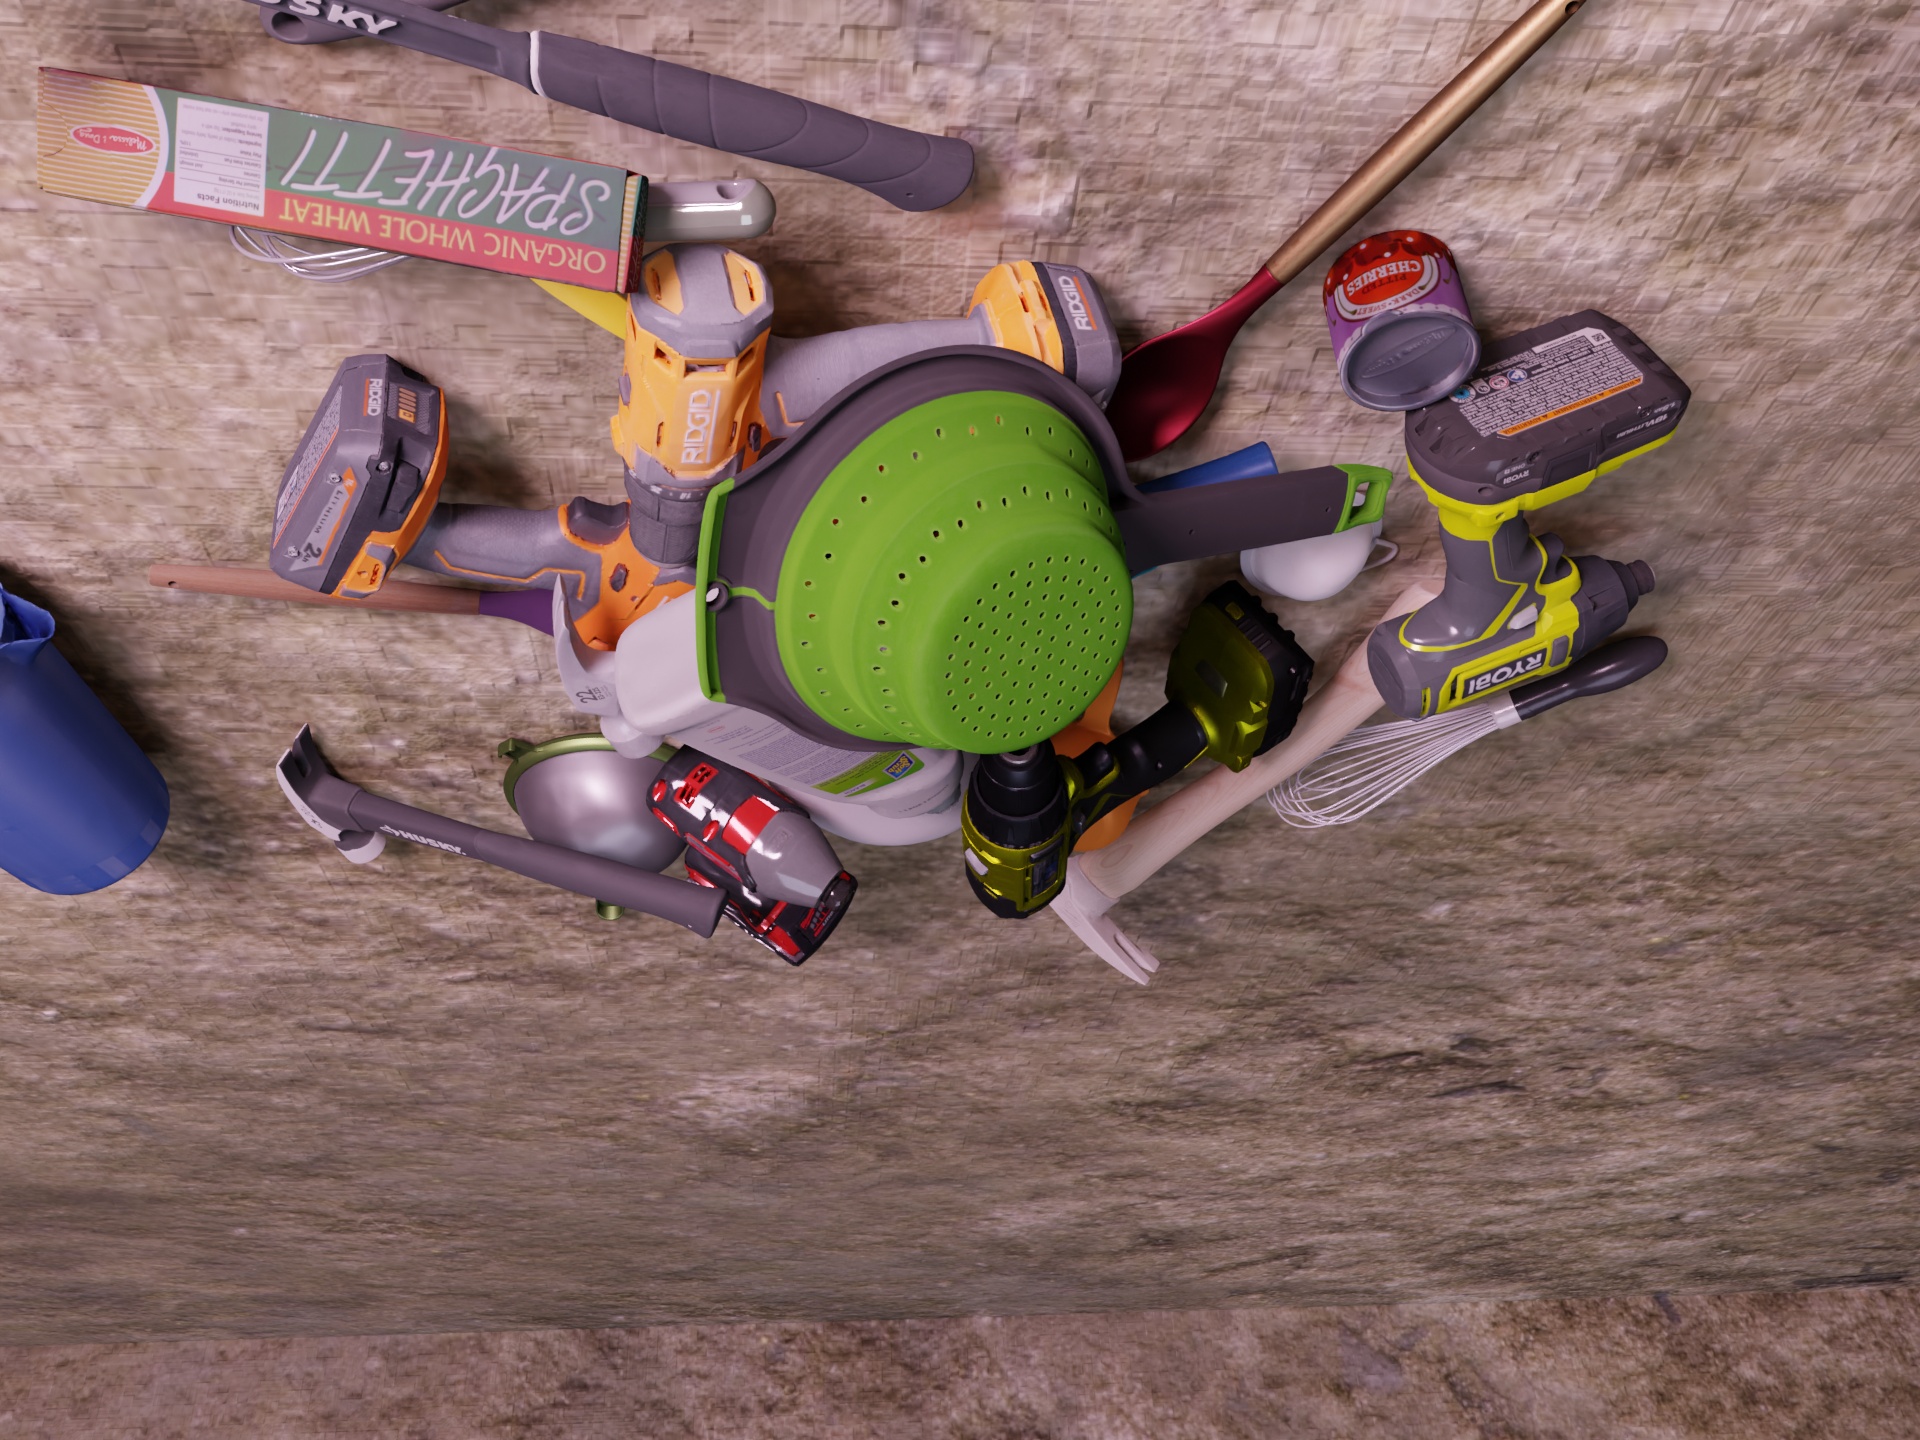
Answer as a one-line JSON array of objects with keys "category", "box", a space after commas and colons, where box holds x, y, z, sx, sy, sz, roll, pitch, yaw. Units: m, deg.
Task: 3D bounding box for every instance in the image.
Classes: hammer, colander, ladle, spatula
[{"category": "hammer", "box": [0.206, 0.044, 1.106, 0.146, 0.038, 0.410, 47, 129, -1]}, {"category": "hammer", "box": [-0.175, -0.256, 0.598, 0.408, 0.036, 0.149, 4, 169, -31]}, {"category": "colander", "box": [0.078, -0.068, 0.741, 0.397, 0.095, 0.204, -13, 127, -29]}, {"category": "ladle", "box": [0.166, -0.228, 0.747, 0.069, 0.031, 0.315, 12, 143, -36]}, {"category": "spatula", "box": [-0.314, -0.071, 0.953, 0.315, 0.018, 0.059, 5, 138, -13]}, {"category": "hammer", "box": [-0.027, -0.078, 0.865, 0.405, 0.035, 0.144, -17, 149, 5]}, {"category": "hammer", "box": [-0.307, 0.085, 1.070, 0.335, 0.035, 0.146, 13, 149, 17]}]

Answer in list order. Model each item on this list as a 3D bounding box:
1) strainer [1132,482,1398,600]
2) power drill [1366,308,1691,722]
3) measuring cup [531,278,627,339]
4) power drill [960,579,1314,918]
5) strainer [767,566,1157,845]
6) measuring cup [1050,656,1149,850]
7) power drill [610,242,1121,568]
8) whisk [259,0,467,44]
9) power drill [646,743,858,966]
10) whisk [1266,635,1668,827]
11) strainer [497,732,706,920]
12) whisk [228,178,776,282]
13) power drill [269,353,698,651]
[{"category": "strainer", "box": [0.146, -0.111, 0.914, 0.258, 0.050, 0.086, 13, 135, -17]}, {"category": "power drill", "box": [0.314, -0.105, 0.872, 0.171, 0.080, 0.223, -21, 143, -4]}, {"category": "measuring cup", "box": [-0.152, -0.196, 0.770, 0.062, 0.029, 0.156, -30, 136, 34]}, {"category": "power drill", "box": [0.098, 0.014, 0.956, 0.228, 0.080, 0.190, -33, 156, -15]}, {"category": "strainer", "box": [-0.002, -0.003, 1.014, 0.210, 0.095, 0.340, 25, 139, -36]}, {"category": "measuring cup", "box": [0.084, 0.022, 1.081, 0.095, 0.052, 0.173, 19, 139, 10]}, {"category": "power drill", "box": [-0.055, -0.143, 0.775, 0.226, 0.084, 0.185, -4, 148, -19]}, {"category": "whisk", "box": [-0.162, -0.292, 0.607, 0.239, 0.055, 0.055, -7, 147, 14]}, {"category": "power drill", "box": [-0.131, 0.096, 1.078, 0.143, 0.078, 0.219, 34, 165, 8]}, {"category": "whisk", "box": [0.345, 0.006, 1.100, 0.284, 0.070, 0.070, -24, 142, 21]}, {"category": "strainer", "box": [-0.262, 0.105, 1.180, 0.151, 0.069, 0.256, 3, 145, -10]}, {"category": "whisk", "box": [-0.199, -0.217, 0.680, 0.246, 0.058, 0.059, 1, 139, 8]}, {"category": "power drill", "box": [-0.228, -0.109, 0.848, 0.226, 0.084, 0.164, 17, 136, -34]}]
